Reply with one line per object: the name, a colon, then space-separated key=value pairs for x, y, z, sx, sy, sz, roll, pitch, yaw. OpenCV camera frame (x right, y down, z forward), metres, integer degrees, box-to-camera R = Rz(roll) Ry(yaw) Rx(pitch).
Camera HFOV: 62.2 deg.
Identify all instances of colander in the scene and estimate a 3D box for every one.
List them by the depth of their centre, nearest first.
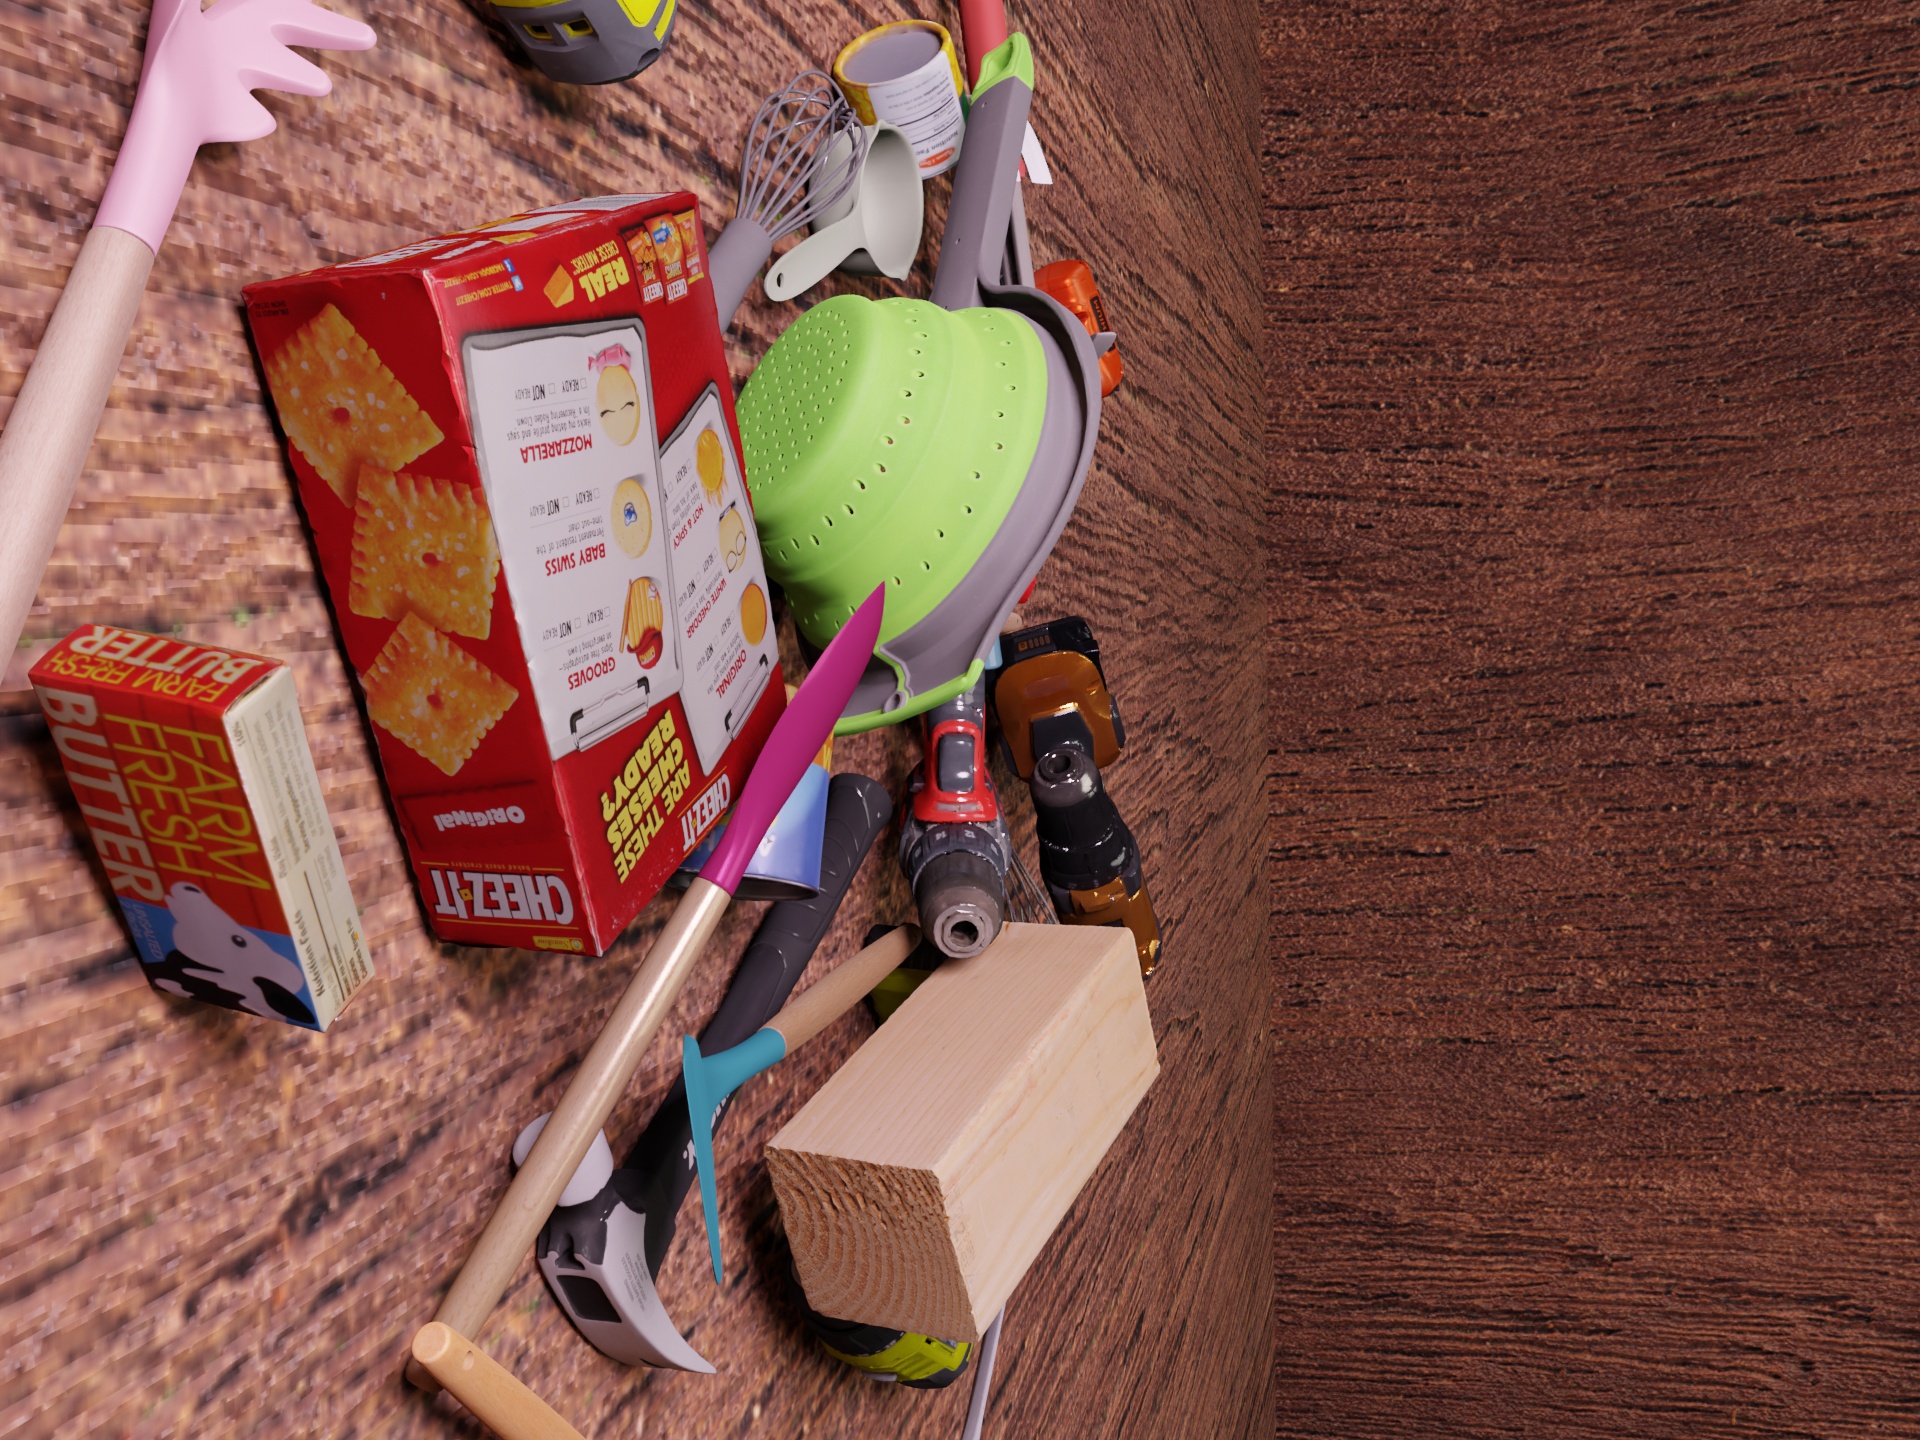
colander: x=-0.030 y=-0.193 z=0.742 sx=0.094 sy=0.204 sz=0.397 roll=28 pitch=59 yaw=-34

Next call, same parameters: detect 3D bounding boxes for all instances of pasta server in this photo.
pasta server: x=-0.200 y=-0.090 z=0.377 sx=0.060 sy=0.040 sz=0.316 roll=75 pitch=21 yaw=-67

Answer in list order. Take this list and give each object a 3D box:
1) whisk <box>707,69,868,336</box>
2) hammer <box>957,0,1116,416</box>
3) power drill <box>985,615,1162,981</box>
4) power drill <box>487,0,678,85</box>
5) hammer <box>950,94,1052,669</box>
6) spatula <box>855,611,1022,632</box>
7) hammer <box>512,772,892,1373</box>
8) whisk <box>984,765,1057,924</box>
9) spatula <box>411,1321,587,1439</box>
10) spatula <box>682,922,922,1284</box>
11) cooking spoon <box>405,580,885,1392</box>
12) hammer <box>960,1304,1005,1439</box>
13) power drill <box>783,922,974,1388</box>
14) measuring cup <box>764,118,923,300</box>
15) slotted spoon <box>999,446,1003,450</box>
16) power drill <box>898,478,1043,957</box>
whisk: x=-0.094 y=-0.212 z=0.696 sx=0.055 sy=0.055 sz=0.239 roll=71 pitch=30 yaw=-45
hammer: x=0.024 y=-0.374 z=0.959 sx=0.149 sy=0.036 sz=0.359 roll=166 pitch=-83 yaw=-68
power drill: x=0.067 y=0.032 z=1.006 sx=0.226 sy=0.084 sz=0.185 roll=-100 pitch=172 yaw=-45
power drill: x=-0.135 y=-0.354 z=0.522 sx=0.171 sy=0.080 sz=0.223 roll=50 pitch=47 yaw=-64
hammer: x=0.009 y=-0.196 z=0.938 sx=0.128 sy=0.033 sz=0.331 roll=-162 pitch=-109 yaw=-64
spatula: x=-0.011 y=-0.064 z=0.997 sx=0.316 sy=0.018 sz=0.060 roll=-8 pitch=102 yaw=-71
hammer: x=-0.092 y=0.131 z=0.719 sx=0.335 sy=0.035 sz=0.146 roll=-63 pitch=148 yaw=-55
whisk: x=0.016 y=0.072 z=1.005 sx=0.070 sy=0.070 sz=0.284 roll=-69 pitch=153 yaw=-48
spatula: x=-0.123 y=0.289 z=0.592 sx=0.322 sy=0.041 sz=0.081 roll=75 pitch=23 yaw=-48
spatula: x=-0.062 y=0.133 z=0.687 sx=0.317 sy=0.044 sz=0.082 roll=-25 pitch=108 yaw=-71
cooking spoon: x=-0.100 y=0.082 z=0.563 sx=0.319 sy=0.017 sz=0.068 roll=-61 pitch=177 yaw=-21
hammer: x=0.032 y=0.305 z=0.983 sx=0.144 sy=0.035 sz=0.406 roll=-55 pitch=-168 yaw=43
power drill: x=-0.028 y=0.230 z=0.855 sx=0.190 sy=0.080 sz=0.229 roll=62 pitch=36 yaw=-56
measuring cup: x=-0.069 y=-0.246 z=0.798 sx=0.168 sy=0.038 sz=0.083 roll=-54 pitch=144 yaw=-47
slotted spoon: x=0.037 y=-0.190 z=1.136 sx=0.314 sy=0.031 sz=0.070 roll=-34 pitch=117 yaw=-67
power drill: x=-0.001 y=-0.003 z=0.830 sx=0.188 sy=0.080 sz=0.226 roll=-98 pitch=-171 yaw=-71
